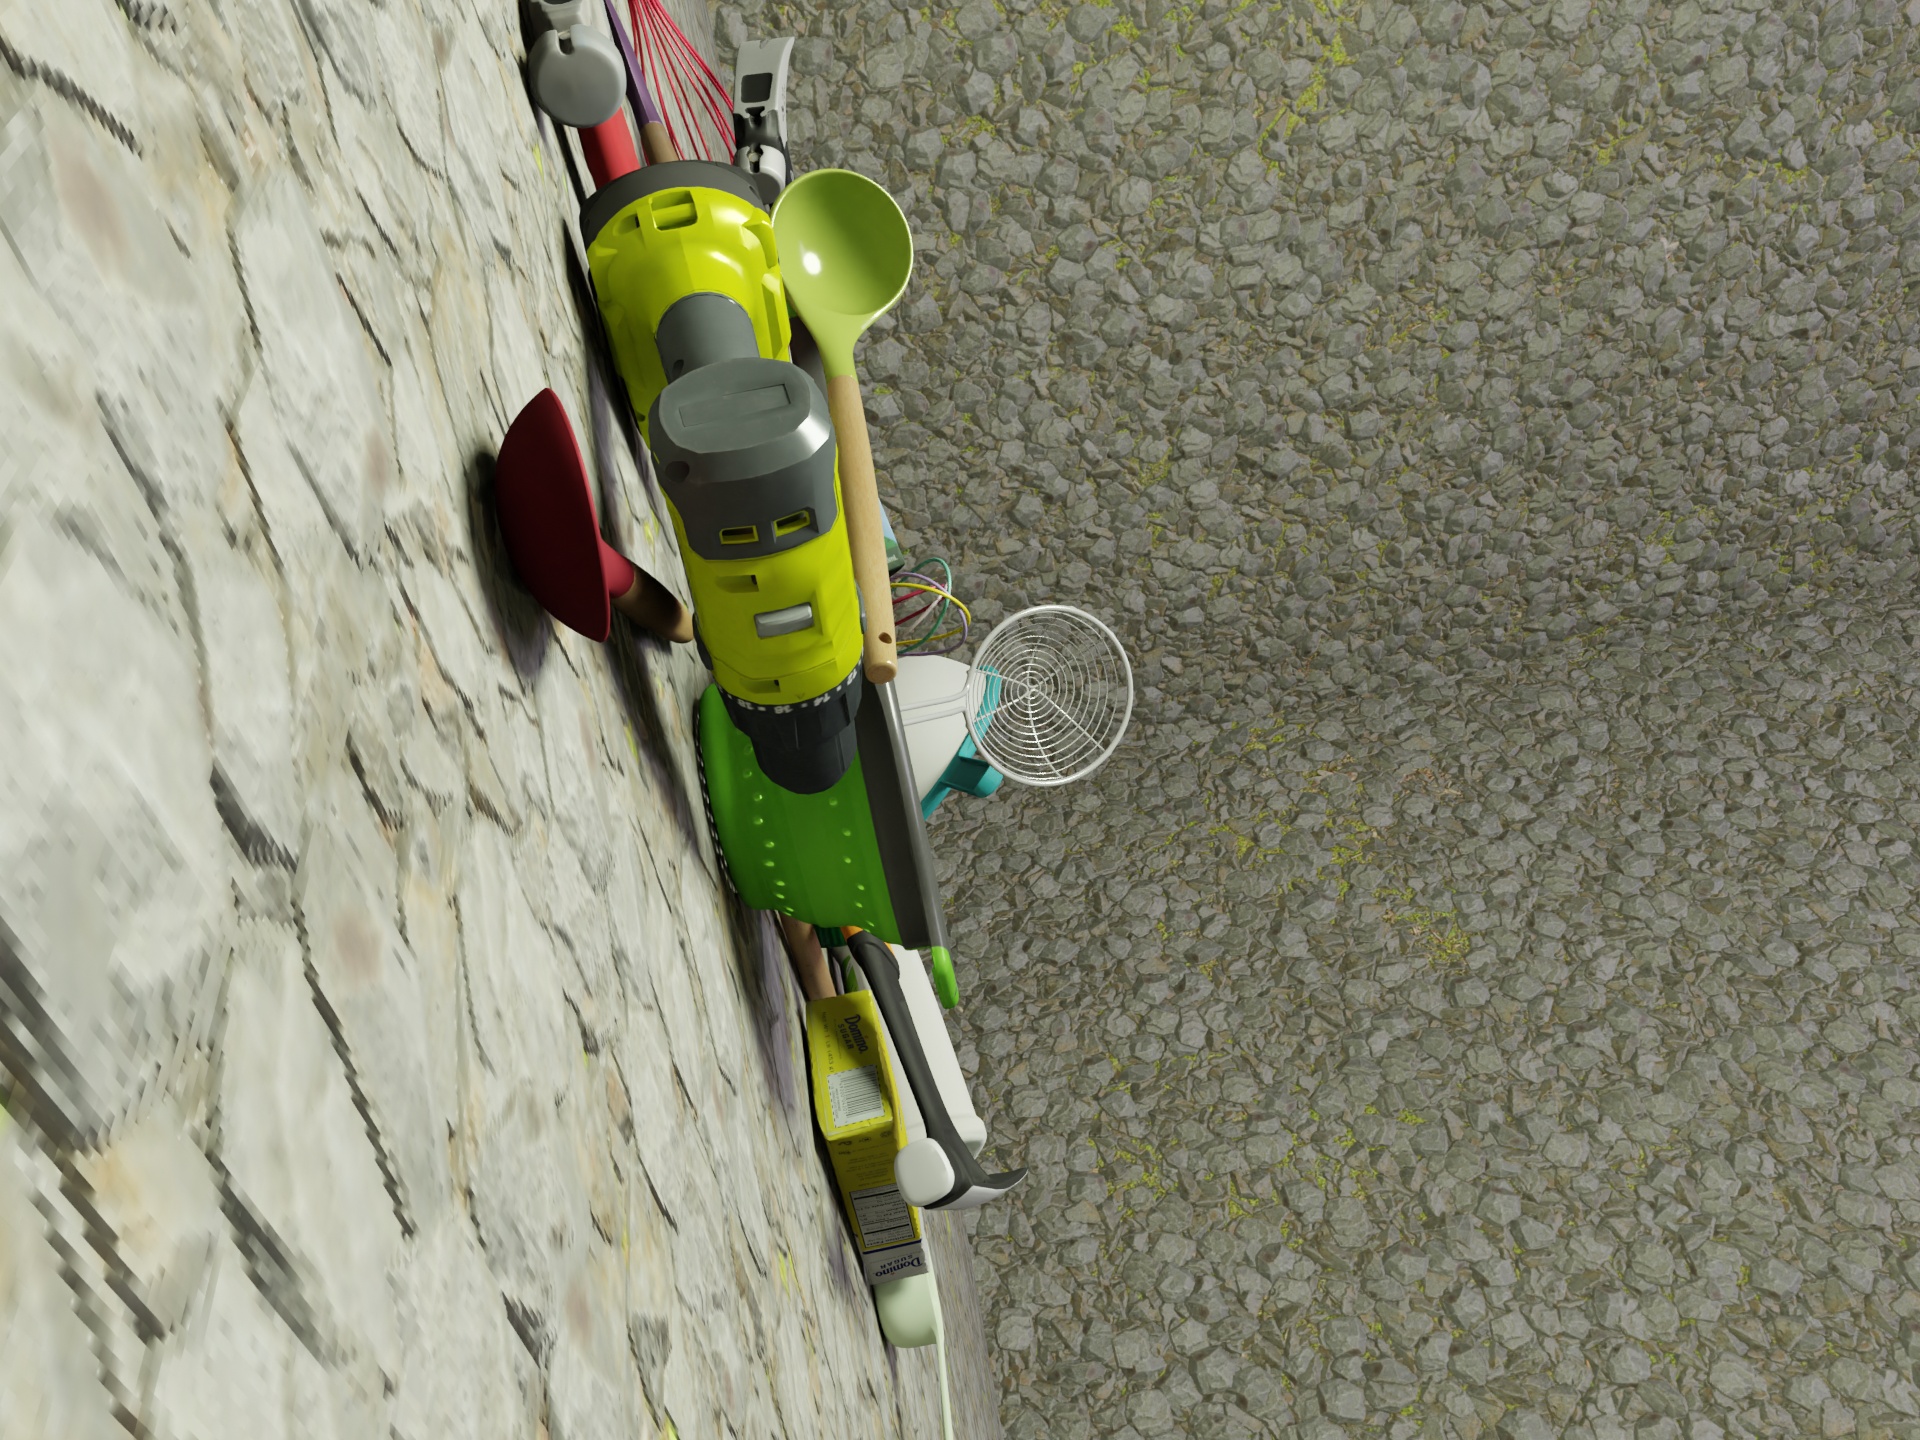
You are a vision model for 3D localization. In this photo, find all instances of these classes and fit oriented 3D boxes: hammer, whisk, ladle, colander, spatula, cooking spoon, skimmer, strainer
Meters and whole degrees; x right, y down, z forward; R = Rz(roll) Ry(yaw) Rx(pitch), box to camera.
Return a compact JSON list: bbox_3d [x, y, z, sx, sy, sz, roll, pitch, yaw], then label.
[{"bbox_3d":[-0.110,-0.313,1.110,0.334,0.035,0.146,79,7,-63],"label":"hammer"},{"bbox_3d":[-0.069,-0.049,0.947,0.245,0.047,0.051,-17,-102,57],"label":"whisk"},{"bbox_3d":[-0.115,-0.048,0.551,0.315,0.031,0.069,133,-57,-86],"label":"ladle"},{"bbox_3d":[-0.195,-0.437,0.992,0.073,0.073,0.295,-103,176,-47],"label":"whisk"},{"bbox_3d":[-0.047,-0.145,0.724,0.321,0.078,0.062,-100,-149,-41],"label":"ladle"},{"bbox_3d":[-0.054,0.115,0.910,0.337,0.034,0.127,66,12,23],"label":"hammer"},{"bbox_3d":[-0.085,-0.047,0.788,0.204,0.094,0.397,83,-5,-71],"label":"colander"},{"bbox_3d":[-0.164,-0.308,0.884,0.059,0.018,0.316,84,-14,-63],"label":"spatula"},{"bbox_3d":[-0.083,0.179,0.989,0.318,0.017,0.069,81,-5,-52],"label":"cooking spoon"},{"bbox_3d":[-0.002,-0.003,0.991,0.363,0.090,0.127,-13,106,-61],"label":"skimmer"},{"bbox_3d":[-0.048,0.018,1.325,0.095,0.211,0.340,36,-7,-13],"label":"strainer"},{"bbox_3d":[-0.144,-0.183,0.806,0.385,0.038,0.143,80,-4,-47],"label":"hammer"}]

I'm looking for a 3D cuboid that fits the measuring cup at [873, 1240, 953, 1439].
[{"bbox_3d":[-0.030,0.397,0.994,0.083,0.038,0.168,80,0,-48],"label":"measuring cup"}]

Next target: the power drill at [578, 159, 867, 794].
[{"bbox_3d":[-0.089,-0.098,0.639,0.190,0.080,0.229,85,-12,-49],"label":"power drill"}]
